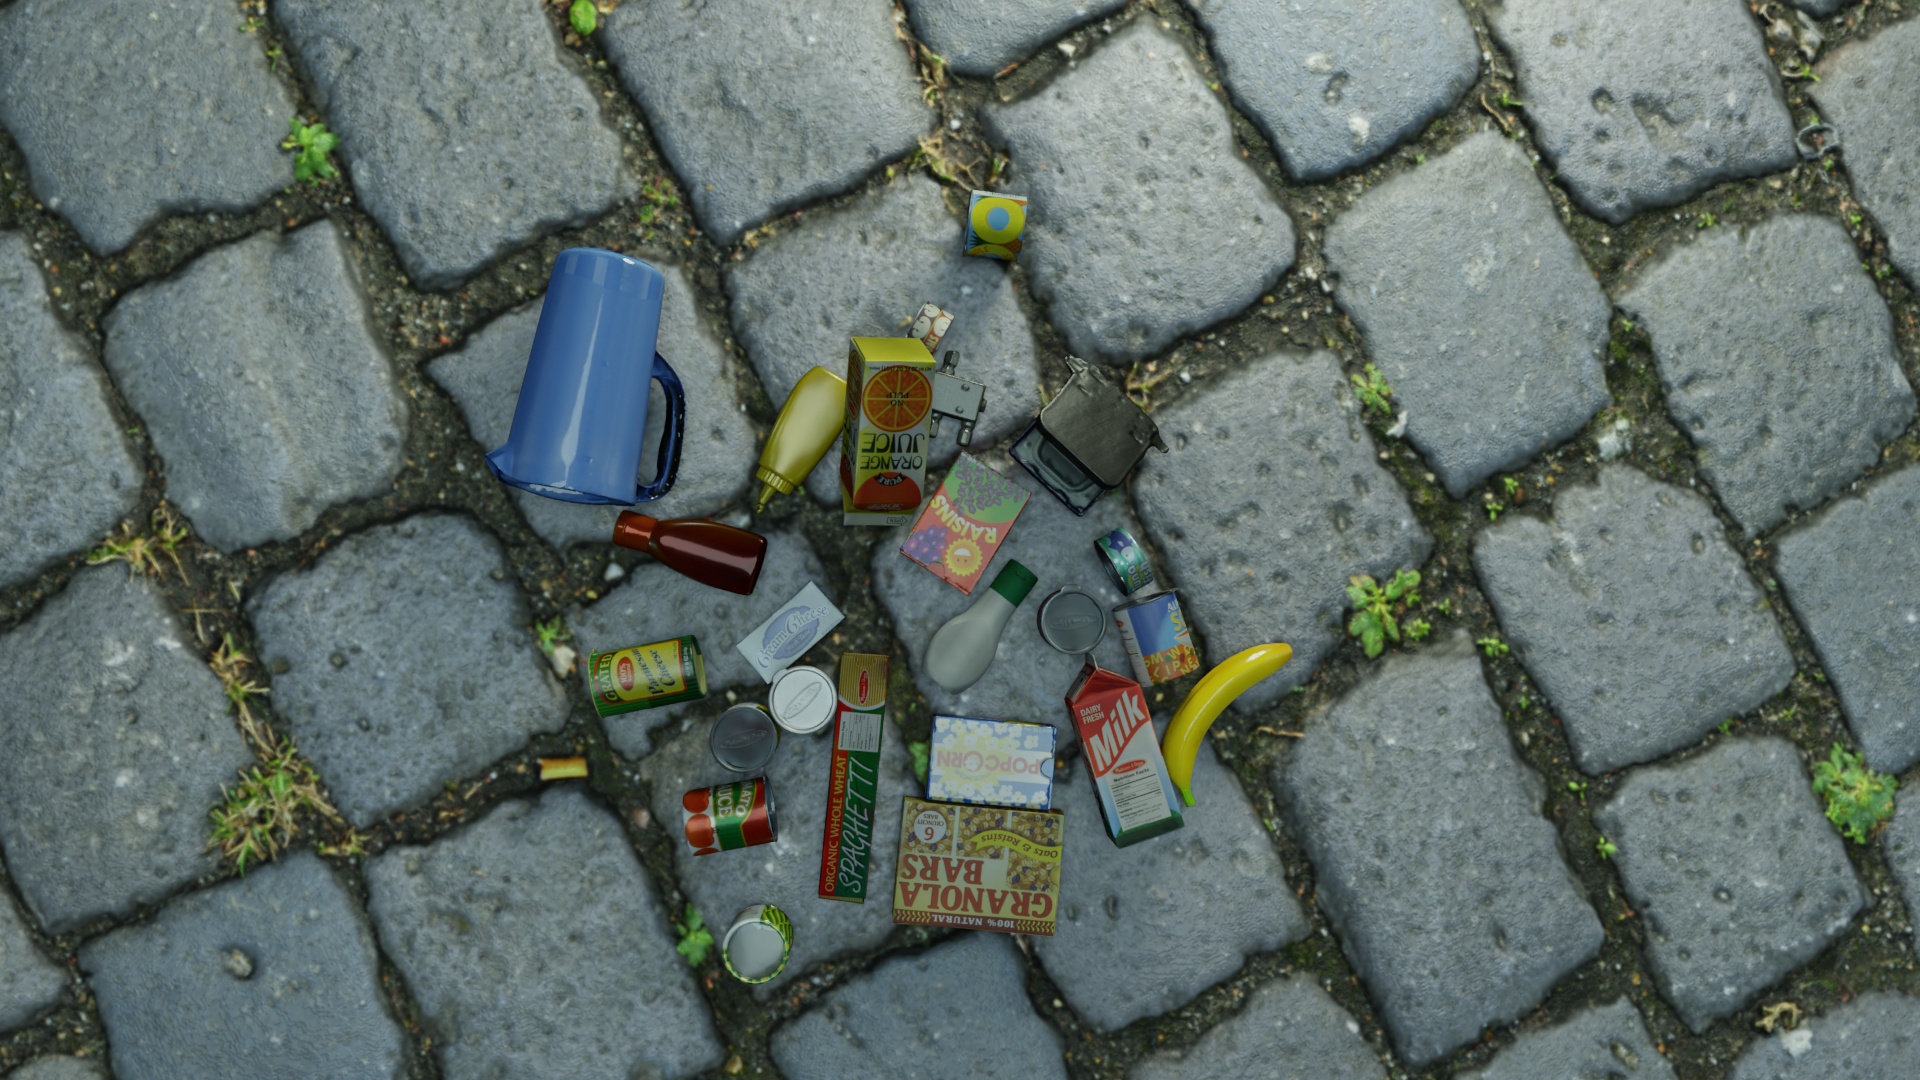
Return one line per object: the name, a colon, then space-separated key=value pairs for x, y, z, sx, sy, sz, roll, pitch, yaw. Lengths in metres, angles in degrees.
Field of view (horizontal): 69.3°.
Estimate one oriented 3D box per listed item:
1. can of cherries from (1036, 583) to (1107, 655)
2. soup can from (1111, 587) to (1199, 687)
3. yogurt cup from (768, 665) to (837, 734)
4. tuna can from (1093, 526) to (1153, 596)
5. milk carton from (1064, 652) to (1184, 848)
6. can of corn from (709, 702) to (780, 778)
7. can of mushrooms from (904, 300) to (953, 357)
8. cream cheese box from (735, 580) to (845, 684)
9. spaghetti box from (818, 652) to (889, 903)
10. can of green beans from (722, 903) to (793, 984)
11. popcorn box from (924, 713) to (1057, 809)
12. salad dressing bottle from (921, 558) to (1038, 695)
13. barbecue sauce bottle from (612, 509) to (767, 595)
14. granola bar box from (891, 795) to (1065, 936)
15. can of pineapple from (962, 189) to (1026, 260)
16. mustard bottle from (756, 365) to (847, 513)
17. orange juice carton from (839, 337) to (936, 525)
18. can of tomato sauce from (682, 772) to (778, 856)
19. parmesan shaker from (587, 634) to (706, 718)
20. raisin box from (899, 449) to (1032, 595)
can of cherries: x=0.113 y=0.079 z=1.411 sx=0.071 sy=0.058 sz=0.071 roll=0 pitch=88 yaw=-2
soup can: x=0.201 y=0.098 z=1.411 sx=0.071 sy=0.071 sz=0.083 roll=-19 pitch=90 yaw=-3
yogurt cup: x=-0.157 y=0.158 z=1.397 sx=0.072 sy=0.054 sz=0.072 roll=0 pitch=88 yaw=-3
tuna can: x=0.167 y=0.022 z=1.410 sx=0.033 sy=0.071 sz=0.071 roll=-30 pitch=90 yaw=-3
milk carton: x=0.158 y=0.204 z=1.403 sx=0.073 sy=0.072 sz=0.190 roll=-18 pitch=90 yaw=-3
can of corn: x=-0.214 y=0.199 z=1.390 sx=0.071 sy=0.058 sz=0.071 roll=0 pitch=88 yaw=-3
can of mushrooms: x=-0.036 y=-0.205 z=1.408 sx=0.033 sy=0.071 sz=0.071 roll=30 pitch=87 yaw=-3
cream cheese box: x=-0.173 y=0.093 z=1.413 sx=0.104 sy=0.024 sz=0.053 roll=-42 pitch=89 yaw=-4
spaghetti box: x=-0.108 y=0.239 z=1.409 sx=0.050 sy=0.028 sz=0.250 roll=6 pitch=88 yaw=-3
can of green beans: x=-0.201 y=0.402 z=1.384 sx=0.071 sy=0.058 sz=0.071 roll=0 pitch=88 yaw=-3
popcorn box: x=0.030 y=0.224 z=1.412 sx=0.127 sy=0.038 sz=0.085 roll=5 pitch=87 yaw=-2
salad dressing bottle: x=0.021 y=0.087 z=1.415 sx=0.064 sy=0.044 sz=0.148 roll=38 pitch=86 yaw=1
barbecue sauce bottle: x=-0.274 y=0.006 z=1.402 sx=0.148 sy=0.043 sz=0.065 roll=16 pitch=87 yaw=-2
granola bar box: x=0.018 y=0.329 z=1.407 sx=0.166 sy=0.039 sz=0.124 roll=5 pitch=88 yaw=-2
can of pineapple: x=0.035 y=-0.319 z=1.417 sx=0.058 sy=0.071 sz=0.071 roll=7 pitch=88 yaw=-3
mustard bottle: x=-0.167 y=-0.098 z=1.408 sx=0.065 sy=0.049 sz=0.160 roll=32 pitch=87 yaw=-7
orange juice carton: x=-0.075 y=-0.100 z=1.374 sx=0.072 sy=0.073 sz=0.191 roll=-1 pitch=117 yaw=-16
can of tomato sauce: x=-0.229 y=0.273 z=1.382 sx=0.083 sy=0.071 sz=0.071 roll=-10 pitch=89 yaw=-3
parmesan shaker: x=-0.312 y=0.132 z=1.385 sx=0.103 sy=0.071 sz=0.071 roll=-11 pitch=89 yaw=-3
raisin box: x=0.005 y=-0.018 z=1.419 sx=0.086 sy=0.040 sz=0.123 roll=32 pitch=87 yaw=-2
